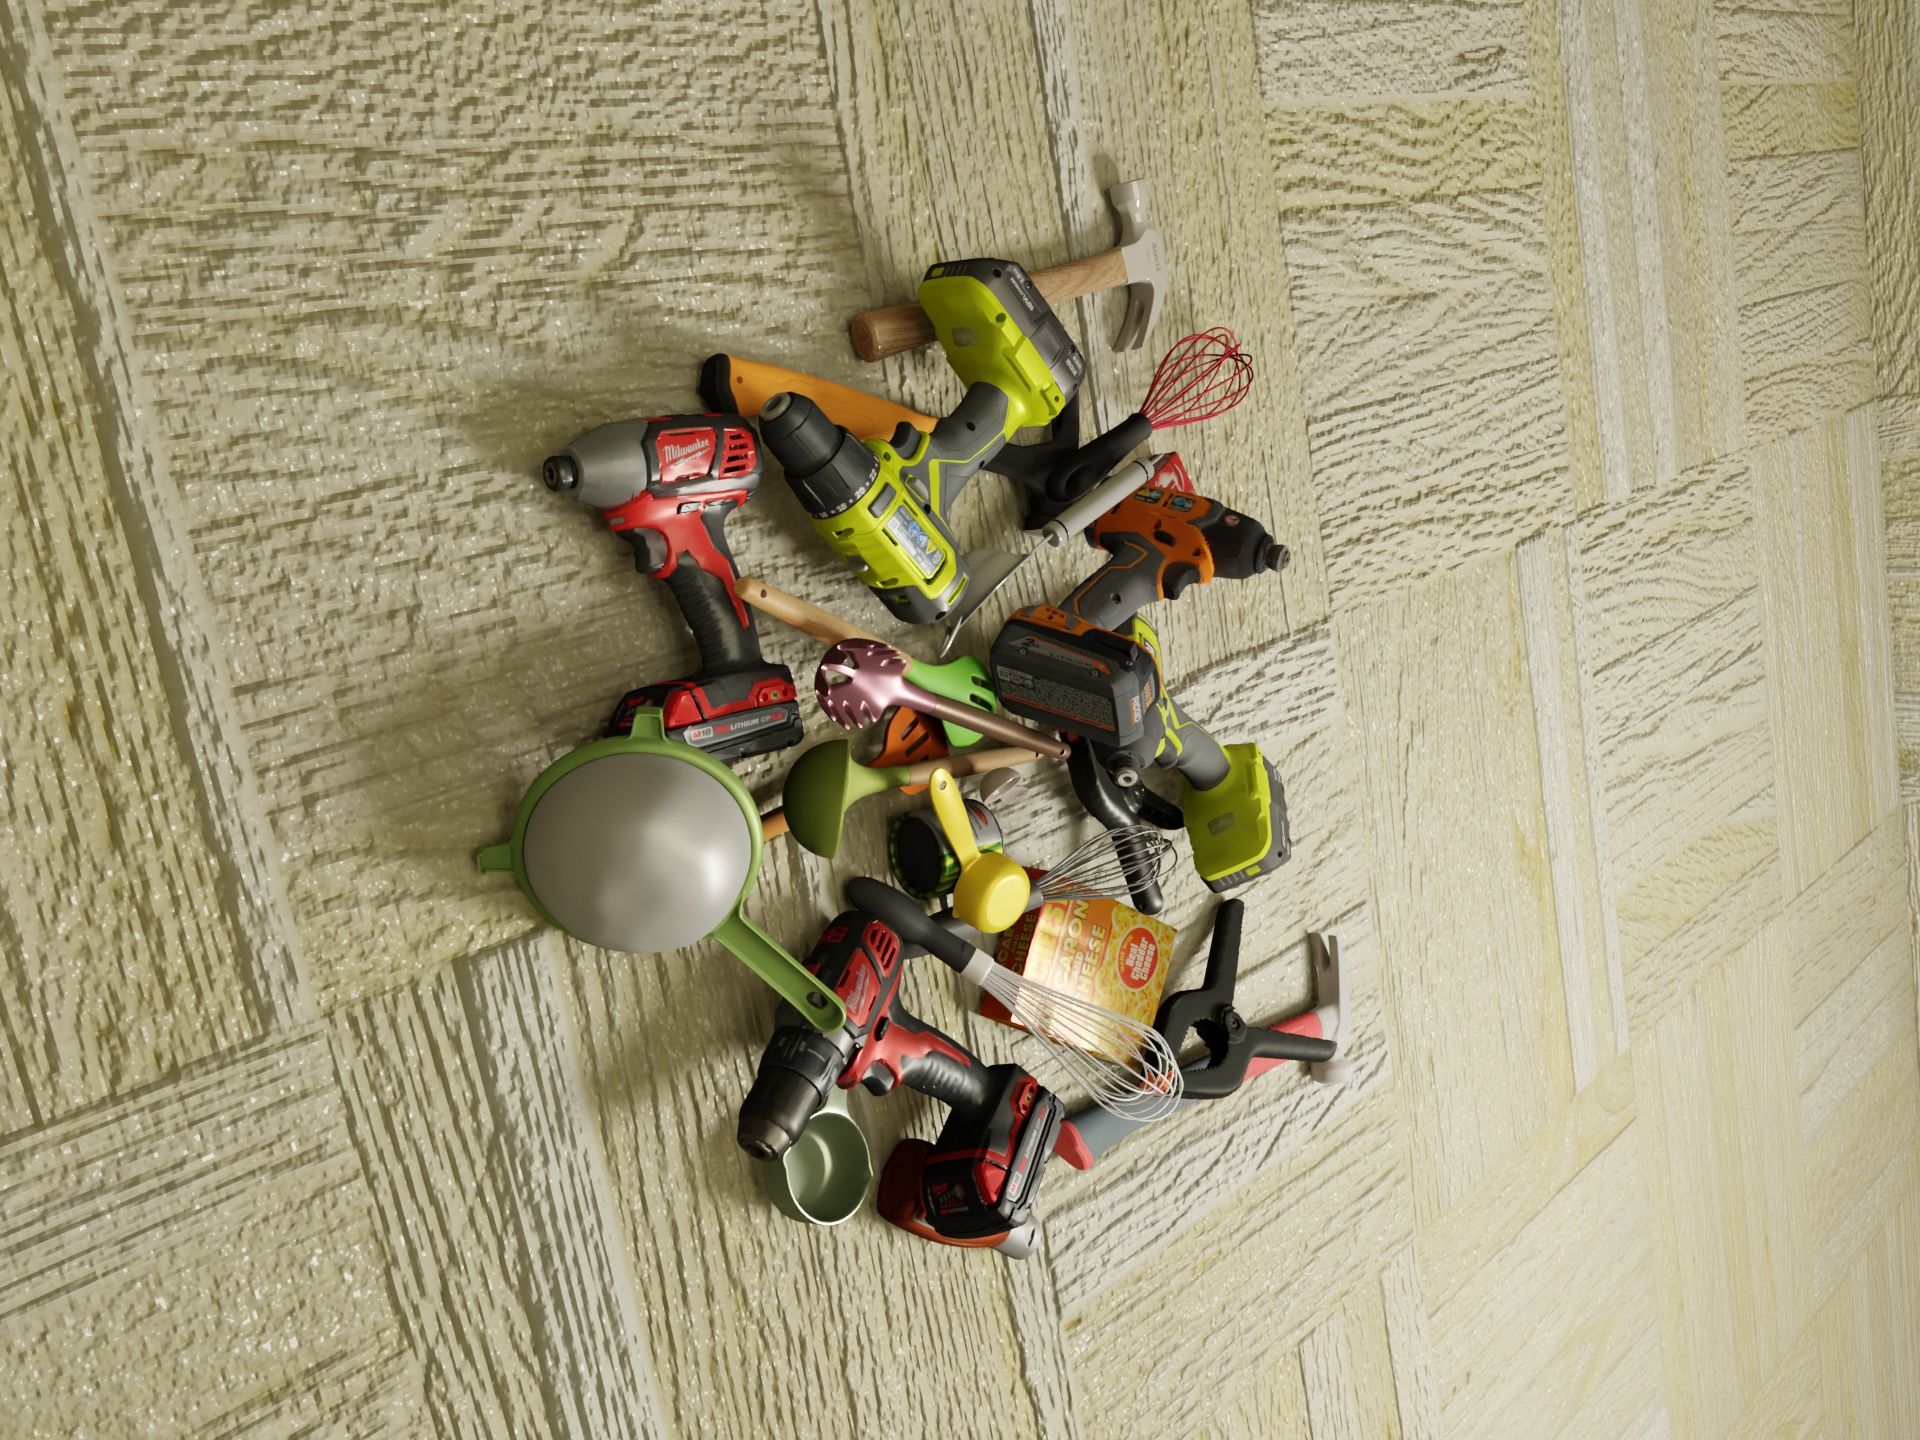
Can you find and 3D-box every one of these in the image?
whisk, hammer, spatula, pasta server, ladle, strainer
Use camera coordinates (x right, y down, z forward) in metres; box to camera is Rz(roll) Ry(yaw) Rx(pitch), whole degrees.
[{"bbox_3d":[0.039,0.194,1.143,0.284,0.070,0.070,34,65,0],"label":"whisk"},{"bbox_3d":[0.220,0.296,1.400,0.386,0.038,0.143,-10,97,-41],"label":"hammer"},{"bbox_3d":[-0.039,-0.218,1.148,0.336,0.034,0.127,6,88,-42],"label":"hammer"},{"bbox_3d":[-0.121,0.063,1.094,0.322,0.041,0.081,-27,110,-34],"label":"spatula"},{"bbox_3d":[-0.002,-0.004,1.120,0.316,0.040,0.060,20,100,-53],"label":"pasta server"},{"bbox_3d":[-0.016,0.040,1.124,0.320,0.062,0.078,-8,110,-56],"label":"ladle"},{"bbox_3d":[0.047,-0.326,1.224,0.331,0.031,0.130,-27,109,-38],"label":"hammer"},{"bbox_3d":[0.156,-0.245,1.288,0.296,0.073,0.073,-41,118,-39],"label":"whisk"},{"bbox_3d":[0.062,-0.135,1.173,0.258,0.087,0.050,-38,90,-26],"label":"strainer"},{"bbox_3d":[-0.158,0.123,0.962,0.151,0.069,0.256,-40,114,10],"label":"strainer"},{"bbox_3d":[0.057,0.133,1.198,0.239,0.055,0.055,-19,106,-16],"label":"whisk"}]

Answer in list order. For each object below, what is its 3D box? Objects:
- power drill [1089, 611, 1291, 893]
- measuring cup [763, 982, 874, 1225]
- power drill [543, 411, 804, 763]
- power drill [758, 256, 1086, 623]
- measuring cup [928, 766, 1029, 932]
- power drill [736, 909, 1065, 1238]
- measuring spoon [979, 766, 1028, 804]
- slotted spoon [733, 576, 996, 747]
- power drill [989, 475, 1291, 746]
[{"bbox_3d":[0.176,0.034,1.284,0.223,0.080,0.171,44,32,-32],"label":"power drill"},{"bbox_3d":[-0.099,0.268,1.119,0.083,0.038,0.168,25,59,-39],"label":"measuring cup"},{"bbox_3d":[-0.181,-0.081,1.000,0.143,0.078,0.219,-14,98,-42],"label":"power drill"},{"bbox_3d":[-0.026,-0.206,1.086,0.190,0.080,0.228,48,65,-36],"label":"power drill"},{"bbox_3d":[0.011,0.091,1.109,0.062,0.029,0.156,-41,136,-21],"label":"measuring cup"},{"bbox_3d":[-0.045,0.265,1.094,0.226,0.080,0.188,47,45,-20],"label":"power drill"},{"bbox_3d":[0.034,0.050,1.197,0.034,0.124,0.018,-37,79,4],"label":"measuring spoon"},{"bbox_3d":[-0.053,-0.042,1.089,0.313,0.031,0.070,26,74,-55],"label":"slotted spoon"},{"bbox_3d":[0.139,-0.089,1.201,0.226,0.164,0.084,-54,149,-32],"label":"power drill"}]
